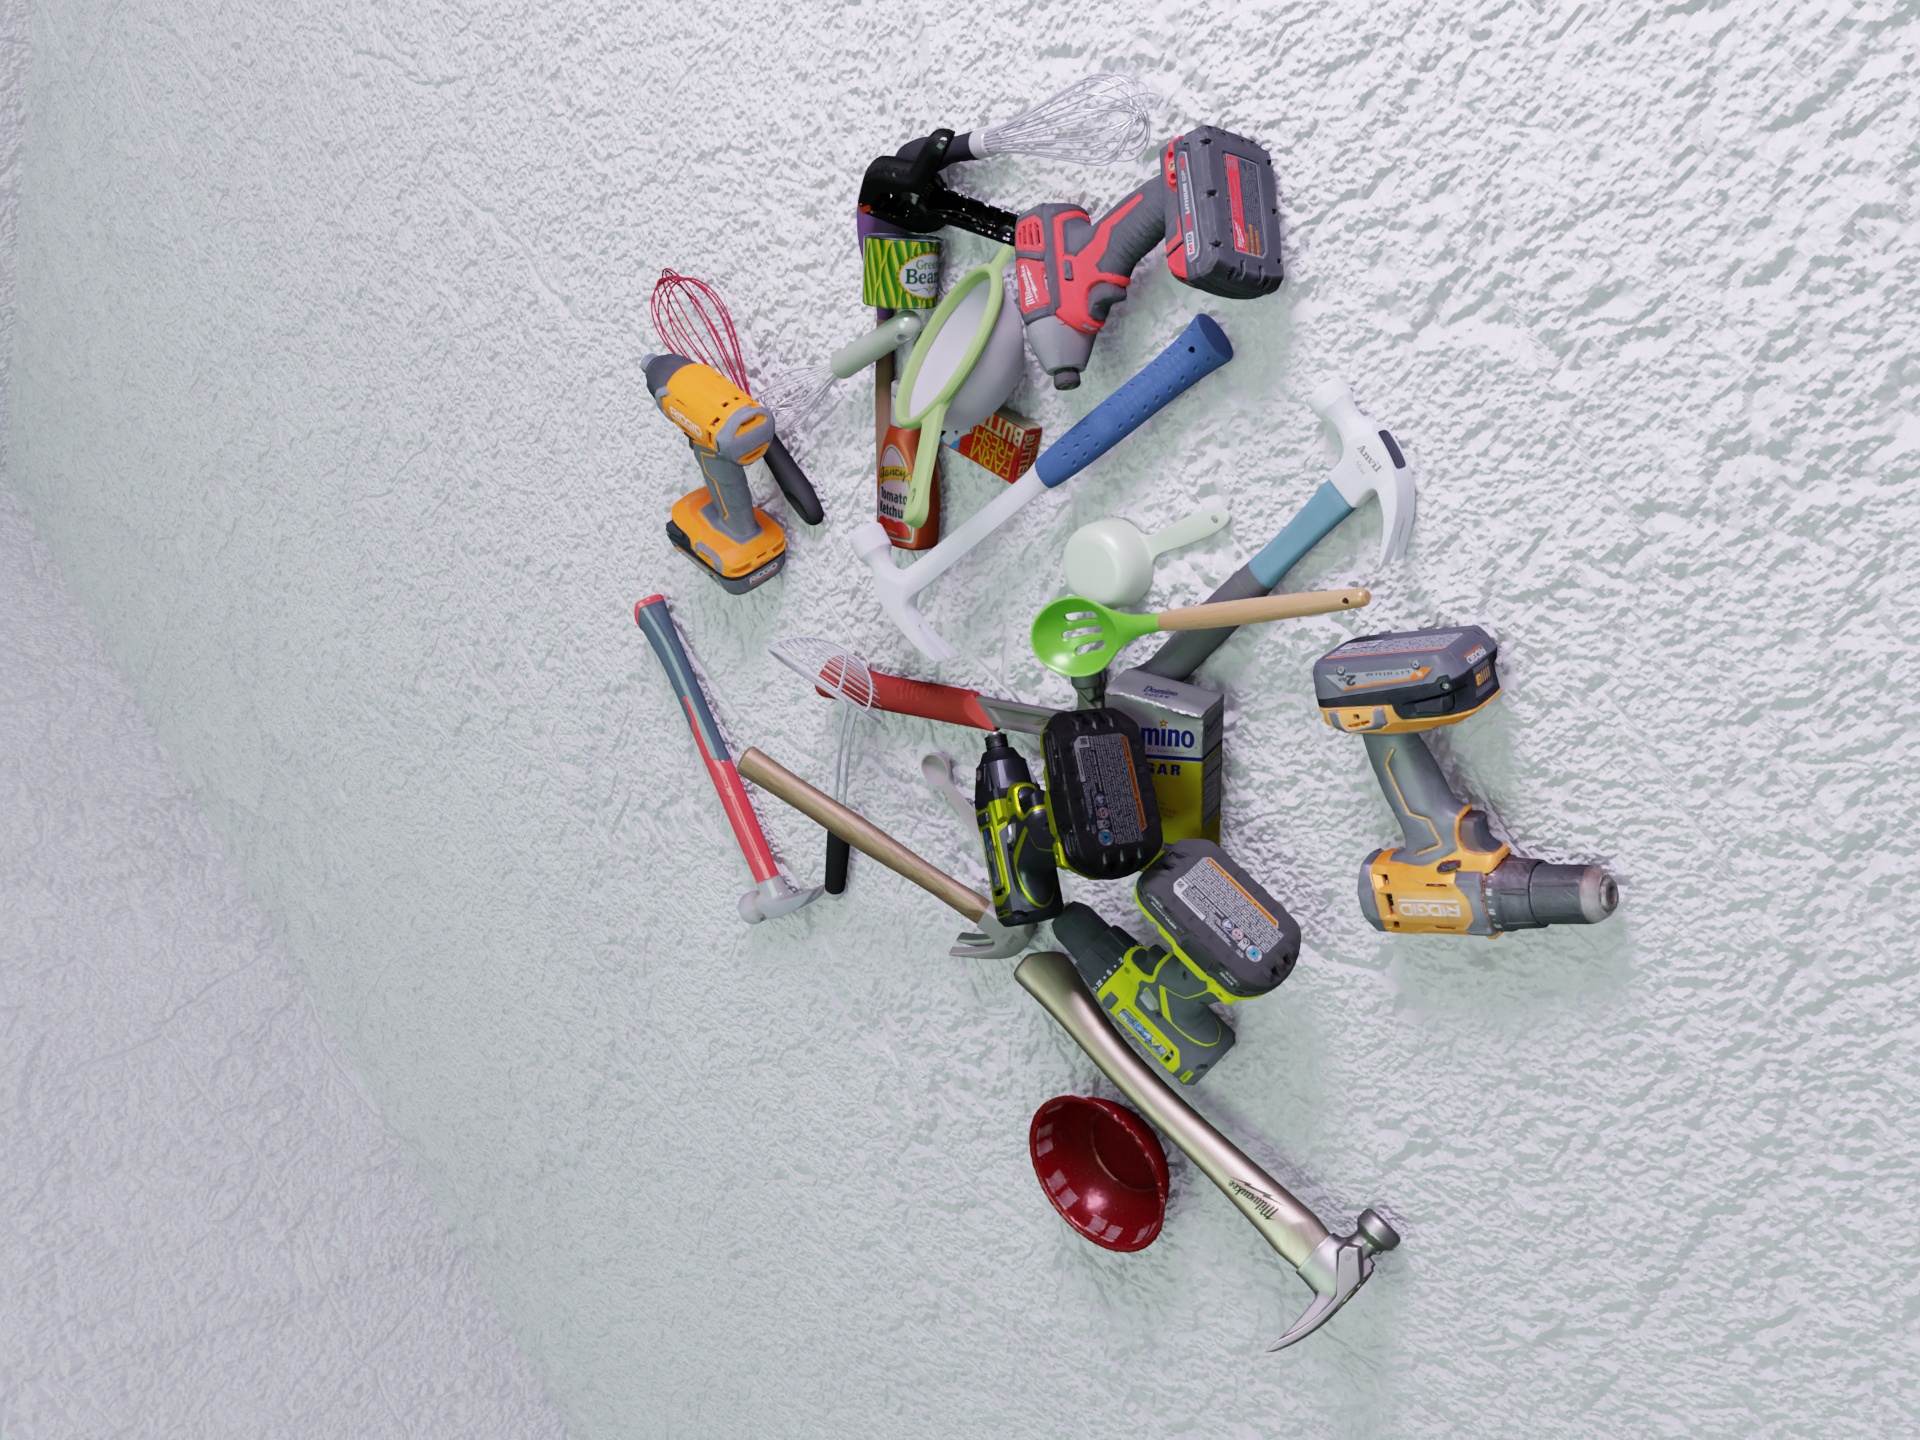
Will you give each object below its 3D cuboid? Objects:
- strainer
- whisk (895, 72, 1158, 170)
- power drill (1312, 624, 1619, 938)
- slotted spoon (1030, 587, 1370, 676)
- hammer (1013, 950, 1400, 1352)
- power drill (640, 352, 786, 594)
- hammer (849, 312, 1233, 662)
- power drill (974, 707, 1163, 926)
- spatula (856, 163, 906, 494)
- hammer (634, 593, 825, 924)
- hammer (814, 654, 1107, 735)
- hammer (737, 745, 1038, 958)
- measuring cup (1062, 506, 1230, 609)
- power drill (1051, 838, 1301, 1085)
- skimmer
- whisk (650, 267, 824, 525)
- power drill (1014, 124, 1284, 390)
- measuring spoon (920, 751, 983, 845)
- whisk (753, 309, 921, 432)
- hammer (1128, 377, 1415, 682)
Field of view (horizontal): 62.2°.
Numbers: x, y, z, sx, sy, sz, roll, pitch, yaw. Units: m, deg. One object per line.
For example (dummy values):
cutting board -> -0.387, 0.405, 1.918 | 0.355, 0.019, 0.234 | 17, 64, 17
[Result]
strainer -> 0.004, -0.251, 1.292 | 0.151, 0.069, 0.257 | -33, 39, 50
whisk -> 0.041, -0.460, 1.254 | 0.285, 0.070, 0.070 | 10, 113, 47
power drill -> 0.358, 0.051, 1.135 | 0.185, 0.084, 0.226 | -4, 108, 45
slotted spoon -> 0.180, -0.078, 1.247 | 0.314, 0.031, 0.070 | -5, 106, 45
hammer -> 0.186, 0.362, 1.417 | 0.146, 0.038, 0.411 | -47, 60, -1
power drill -> -0.247, -0.250, 1.561 | 0.164, 0.084, 0.226 | 39, 150, 27
hammer -> 0.065, -0.192, 1.317 | 0.405, 0.035, 0.144 | -35, 80, 39
power drill -> 0.075, 0.073, 1.334 | 0.223, 0.080, 0.171 | 144, 117, -64
spatula -> -0.070, -0.338, 1.440 | 0.060, 0.018, 0.315 | 17, 117, 36
hammer -> -0.264, 0.036, 1.773 | 0.143, 0.038, 0.386 | -24, 89, 46
hammer -> -0.002, -0.005, 1.498 | 0.359, 0.036, 0.149 | 10, 113, 41
hammer -> -0.074, 0.126, 1.546 | 0.331, 0.031, 0.130 | 32, 136, 6
measuring cup -> 0.147, -0.139, 1.291 | 0.167, 0.038, 0.083 | -20, 92, 49
power drill -> 0.173, 0.194, 1.339 | 0.191, 0.080, 0.228 | 45, 149, 13
skimmer -> -0.139, 0.064, 1.584 | 0.127, 0.090, 0.363 | 32, 136, 26
whisk -> -0.218, -0.319, 1.569 | 0.073, 0.073, 0.296 | -33, 88, 47
power drill -> 0.128, -0.339, 1.186 | 0.220, 0.078, 0.143 | -10, 83, 49
measuring spoon -> 0.006, 0.081, 1.545 | 0.124, 0.018, 0.034 | 53, 134, 5
whisk -> -0.114, -0.321, 1.452 | 0.246, 0.057, 0.059 | -16, 70, 50
hammer -> 0.225, -0.107, 1.234 | 0.128, 0.033, 0.331 | 55, 136, 14
